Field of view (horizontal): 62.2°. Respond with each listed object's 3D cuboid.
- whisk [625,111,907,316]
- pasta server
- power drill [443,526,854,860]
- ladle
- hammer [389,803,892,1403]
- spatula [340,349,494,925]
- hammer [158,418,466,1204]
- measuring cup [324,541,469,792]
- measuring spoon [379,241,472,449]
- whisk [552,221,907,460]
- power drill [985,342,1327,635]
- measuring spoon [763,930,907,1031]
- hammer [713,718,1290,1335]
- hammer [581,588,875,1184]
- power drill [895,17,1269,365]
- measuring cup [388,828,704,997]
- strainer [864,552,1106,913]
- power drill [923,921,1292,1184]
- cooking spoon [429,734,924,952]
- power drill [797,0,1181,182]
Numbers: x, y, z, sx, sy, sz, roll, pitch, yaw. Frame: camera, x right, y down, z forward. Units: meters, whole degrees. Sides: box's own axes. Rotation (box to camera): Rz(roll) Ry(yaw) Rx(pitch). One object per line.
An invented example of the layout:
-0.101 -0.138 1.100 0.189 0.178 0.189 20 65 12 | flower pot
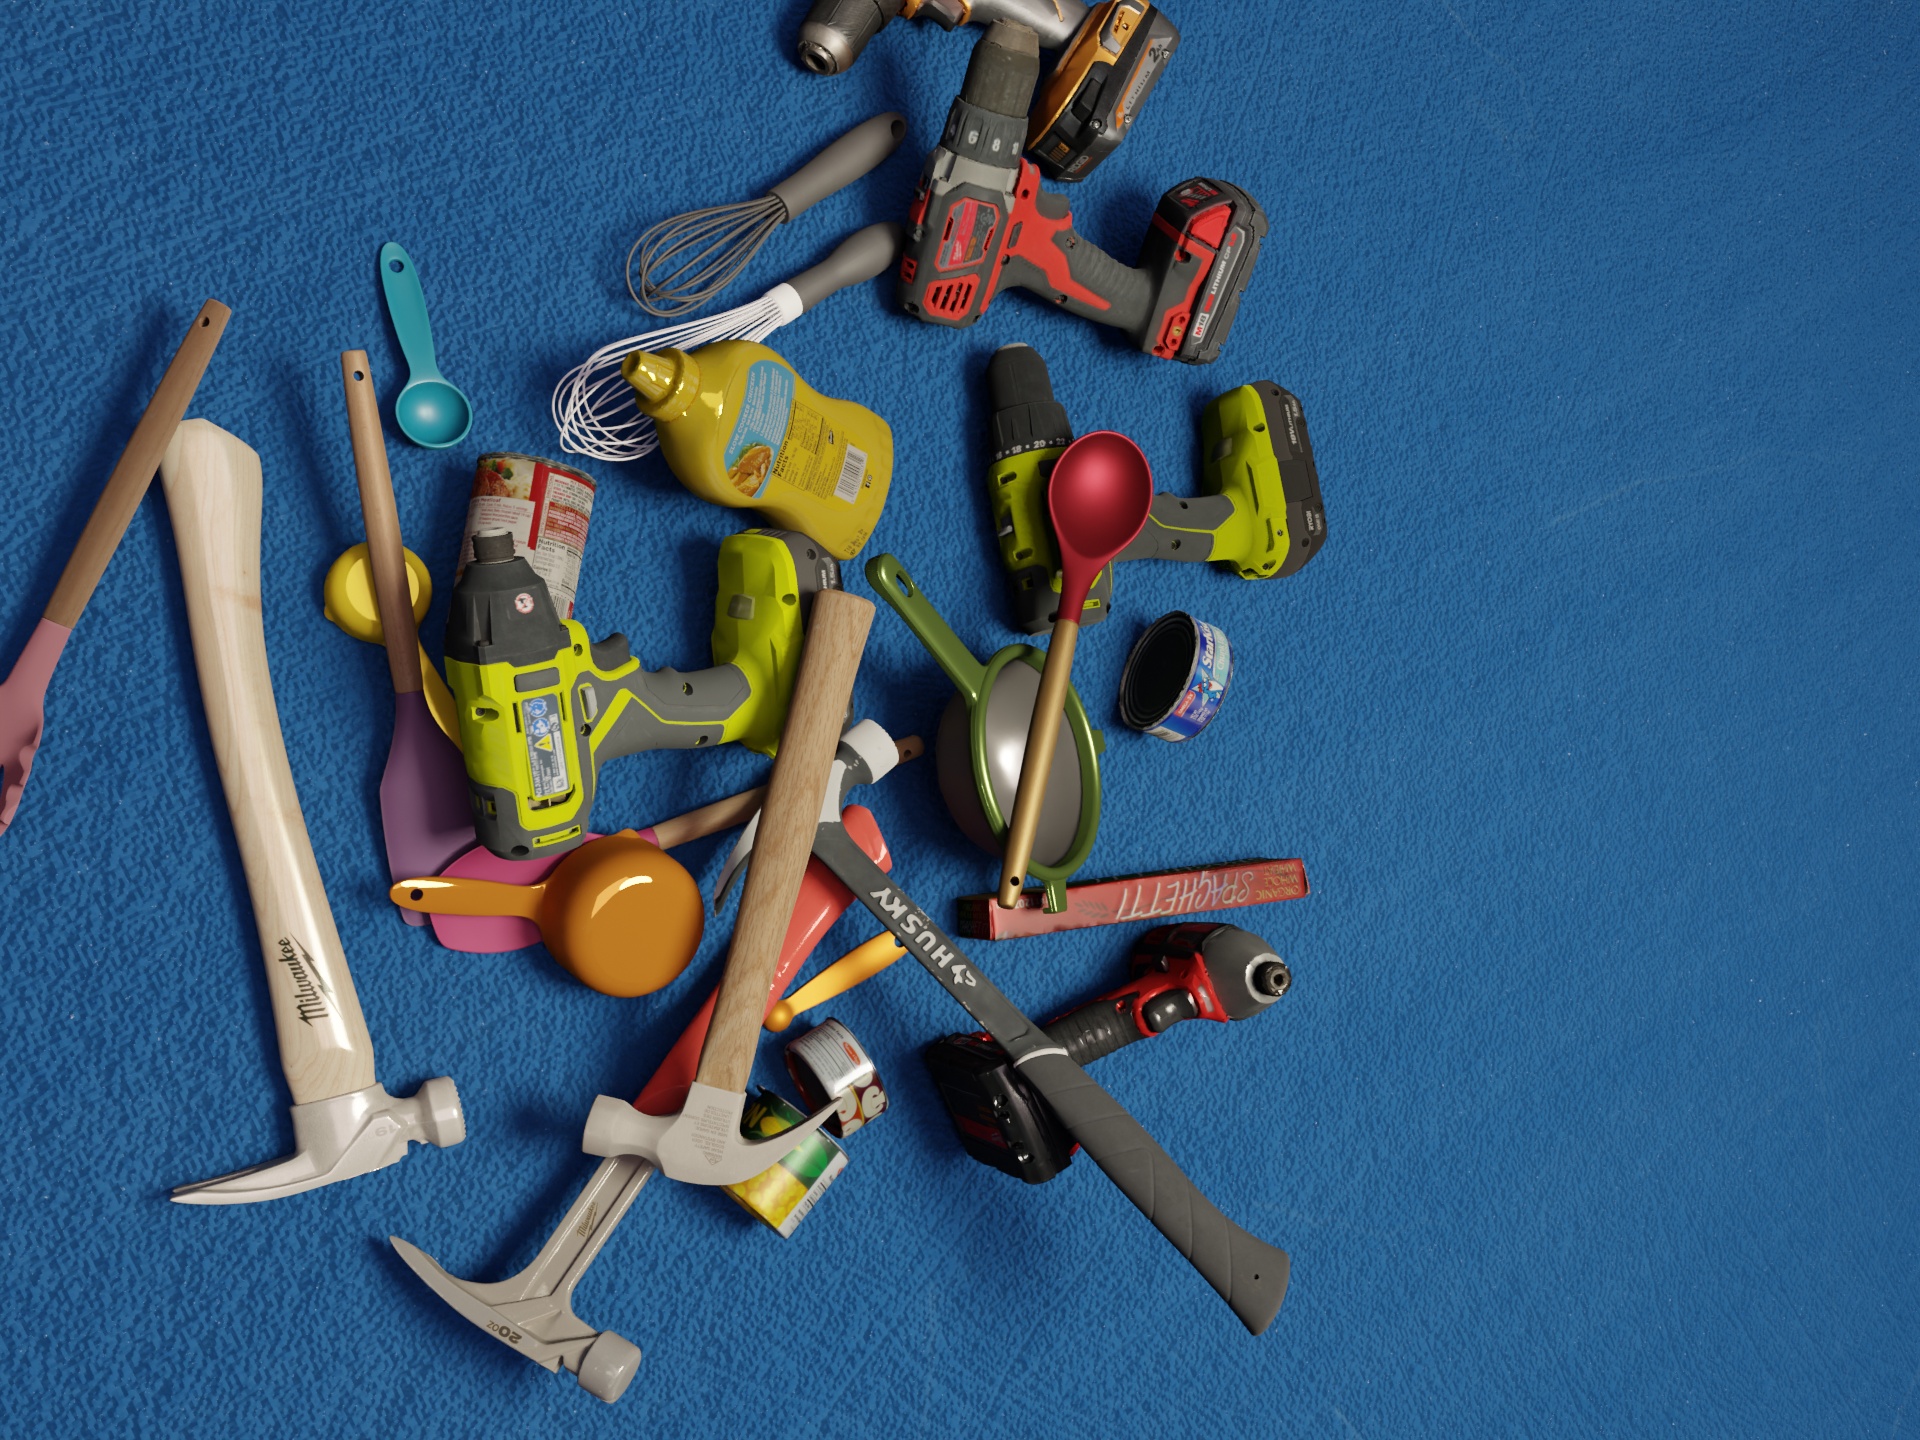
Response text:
-0.117 -0.328 1.005 0.239 0.055 0.055 -43 103 -27 | whisk
-0.448 -0.075 0.806 0.060 0.040 0.316 24 82 -6 | pasta server
-0.172 -0.034 0.885 0.223 0.080 0.171 -17 109 -40 | power drill
0.061 -0.036 0.969 0.069 0.031 0.316 18 69 -10 | ladle
-0.158 0.191 0.919 0.149 0.036 0.359 27 63 13 | hammer
-0.304 -0.042 0.872 0.059 0.018 0.316 -13 103 -29 | spatula
-0.381 0.045 0.846 0.146 0.038 0.410 -12 90 -24 | hammer
-0.303 -0.029 0.892 0.062 0.029 0.156 -29 96 -25 | measuring cup
-0.315 -0.214 0.918 0.042 0.021 0.129 -12 81 -26 | measuring spoon
-0.135 -0.242 0.985 0.284 0.070 0.070 -40 102 -28 | whisk
0.124 -0.167 1.084 0.228 0.080 0.190 -10 88 -23 | power drill
-0.073 0.159 0.992 0.117 0.011 0.021 -29 97 -25 | measuring spoon
0.028 0.181 0.904 0.149 0.036 0.409 -39 74 -22 | hammer
-0.101 0.089 0.877 0.130 0.031 0.331 15 83 -2 | hammer
0.081 -0.334 1.033 0.226 0.080 0.187 7 119 -21 | power drill
-0.224 0.108 0.883 0.173 0.052 0.095 10 95 -35 | measuring cup
-0.002 -0.003 0.978 0.256 0.069 0.152 51 41 -34 | strainer
0.100 0.195 0.999 0.219 0.143 0.078 -26 96 -23 | power drill
-0.160 0.063 0.956 0.319 0.017 0.068 -19 112 -26 | cooking spoon
0.014 -0.458 1.062 0.226 0.084 0.185 33 74 -15 | power drill
